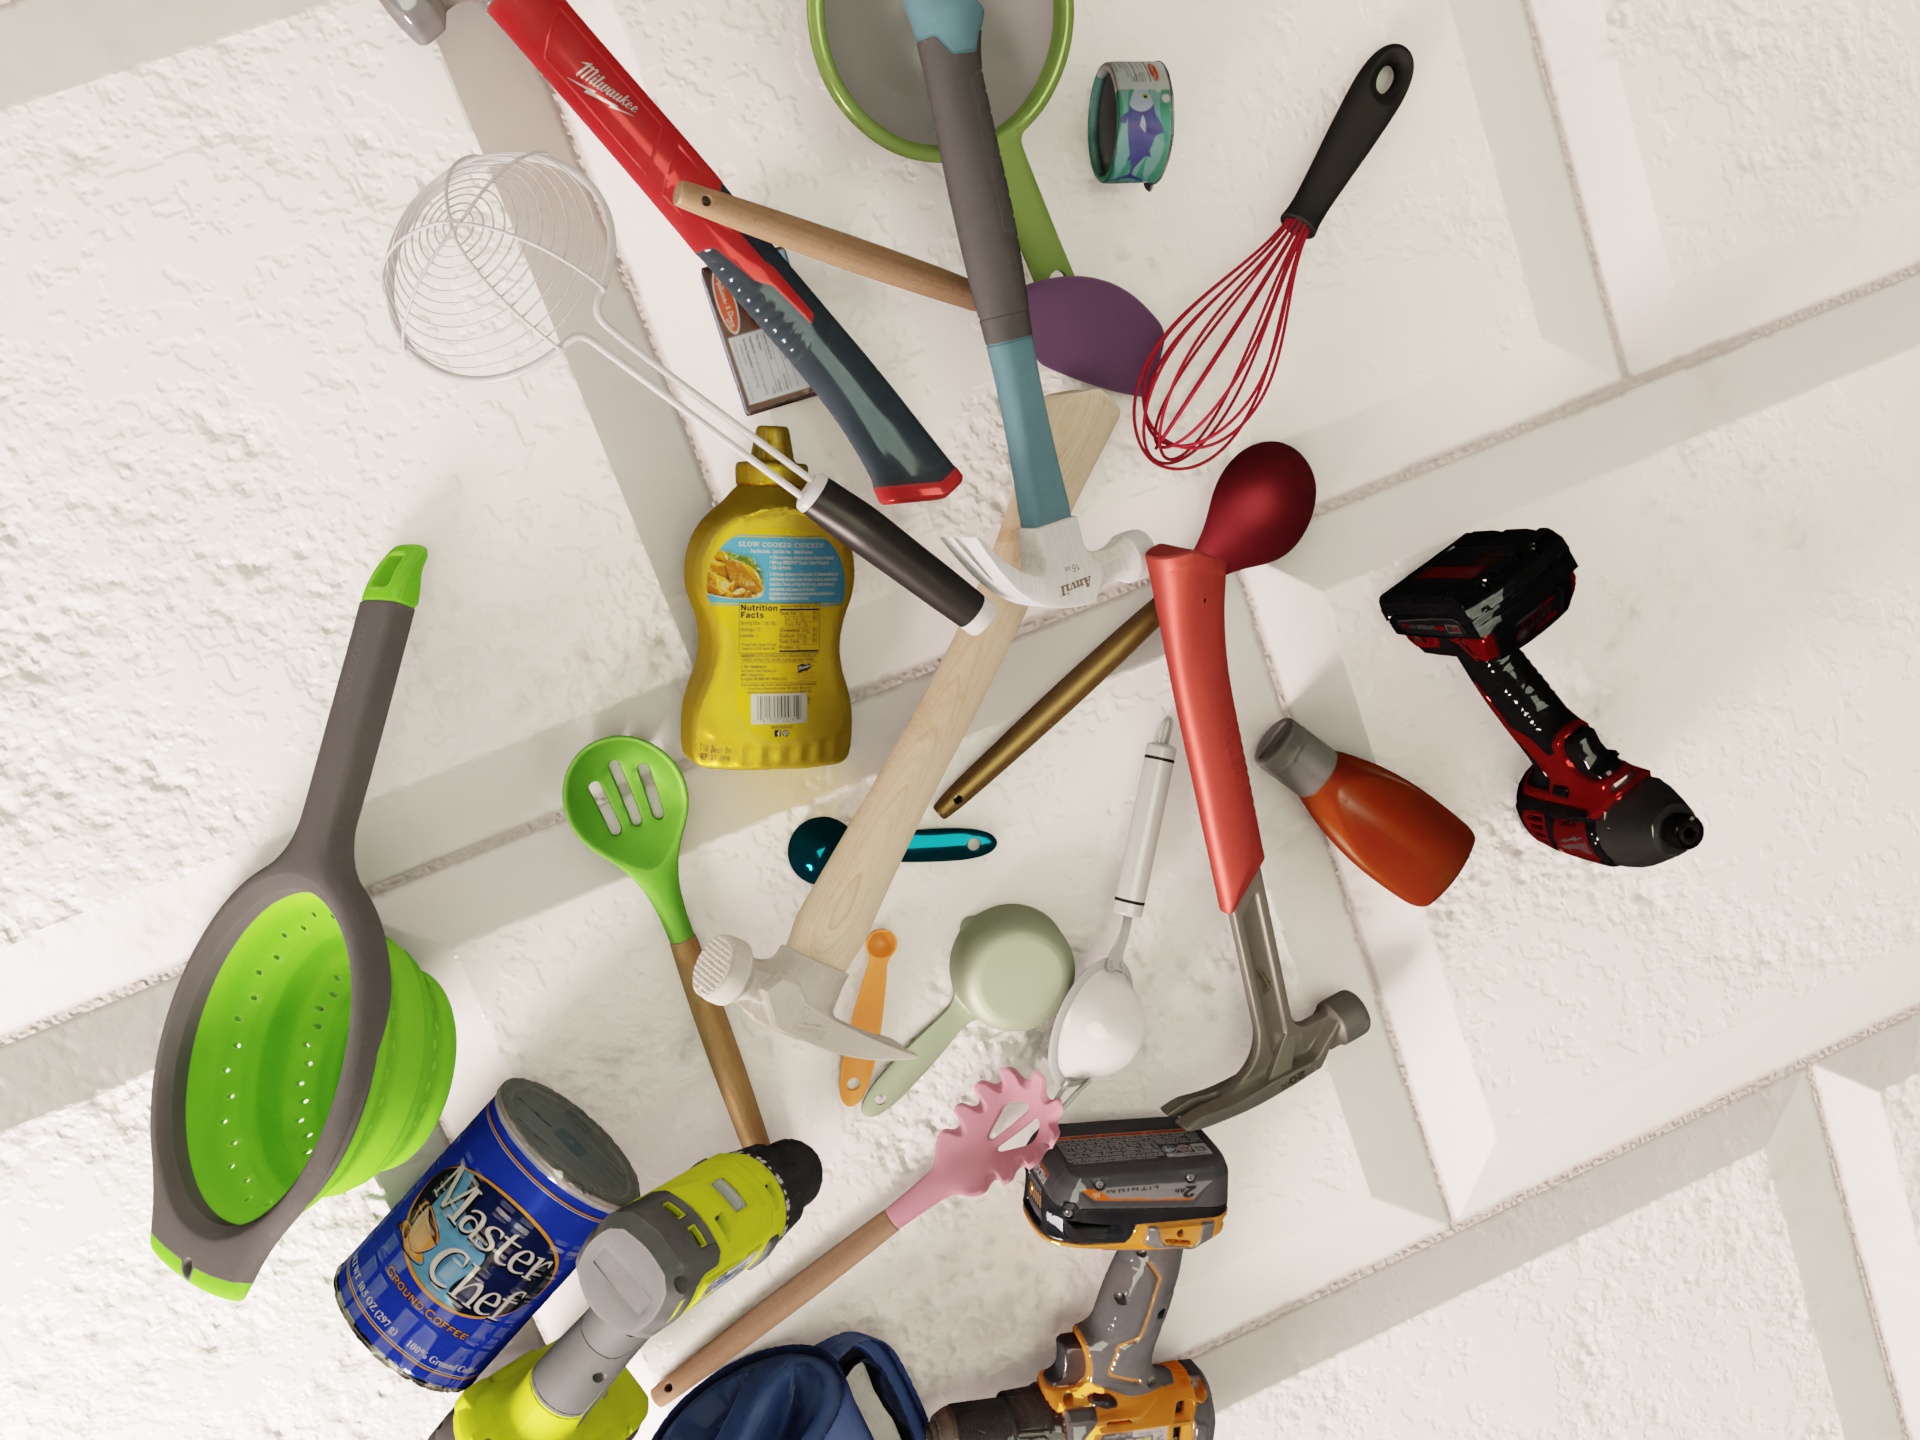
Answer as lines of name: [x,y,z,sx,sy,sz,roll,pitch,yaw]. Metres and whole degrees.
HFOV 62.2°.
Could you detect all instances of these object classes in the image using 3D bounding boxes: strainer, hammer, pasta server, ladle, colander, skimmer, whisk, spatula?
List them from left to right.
colander: [-0.322,0.104,0.867,0.094,0.204,0.397,23,76,-47]
skimmer: [-0.134,-0.159,0.846,0.363,0.090,0.127,35,87,-21]
hammer: [-0.122,-0.278,0.850,0.143,0.038,0.386,-43,101,-5]
pasta server: [-0.065,0.322,0.974,0.316,0.040,0.060,-38,67,1]
spatula: [-0.010,-0.241,0.872,0.315,0.018,0.060,9,97,-33]
hammer: [-0.001,-0.003,0.924,0.146,0.038,0.411,30,83,-34]
strainer: [0.003,-0.344,0.892,0.151,0.069,0.256,-33,121,-8]
hammer: [0.024,-0.219,0.858,0.128,0.033,0.331,-23,108,-32]
ladle: [0.101,-0.052,0.968,0.315,0.031,0.069,-43,107,-1]
strainer: [0.103,0.123,0.980,0.086,0.050,0.258,14,87,-53]
hammer: [0.155,0.069,0.954,0.149,0.037,0.358,-23,111,-20]
whisk: [0.189,-0.276,0.938,0.073,0.073,0.296,32,85,-14]

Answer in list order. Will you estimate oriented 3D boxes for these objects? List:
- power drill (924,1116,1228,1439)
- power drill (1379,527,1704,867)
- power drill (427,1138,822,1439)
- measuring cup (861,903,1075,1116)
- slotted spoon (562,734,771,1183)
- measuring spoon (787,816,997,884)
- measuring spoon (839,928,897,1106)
power drill: [0.074,0.371,0.996,0.185,0.084,0.226,0,103,-16]
power drill: [0.361,-0.005,0.970,0.078,0.143,0.219,-36,101,-7]
power drill: [-0.178,0.334,0.895,0.080,0.190,0.228,42,106,15]
measuring cup: [0.002,0.186,0.975,0.167,0.038,0.083,-46,104,-4]
slotted spoon: [-0.159,0.153,0.944,0.070,0.031,0.313,-19,104,-8]
measuring spoon: [-0.039,0.078,0.959,0.128,0.021,0.042,-2,99,-10]
measuring spoon: [-0.058,0.182,0.979,0.021,0.011,0.117,8,100,-16]
